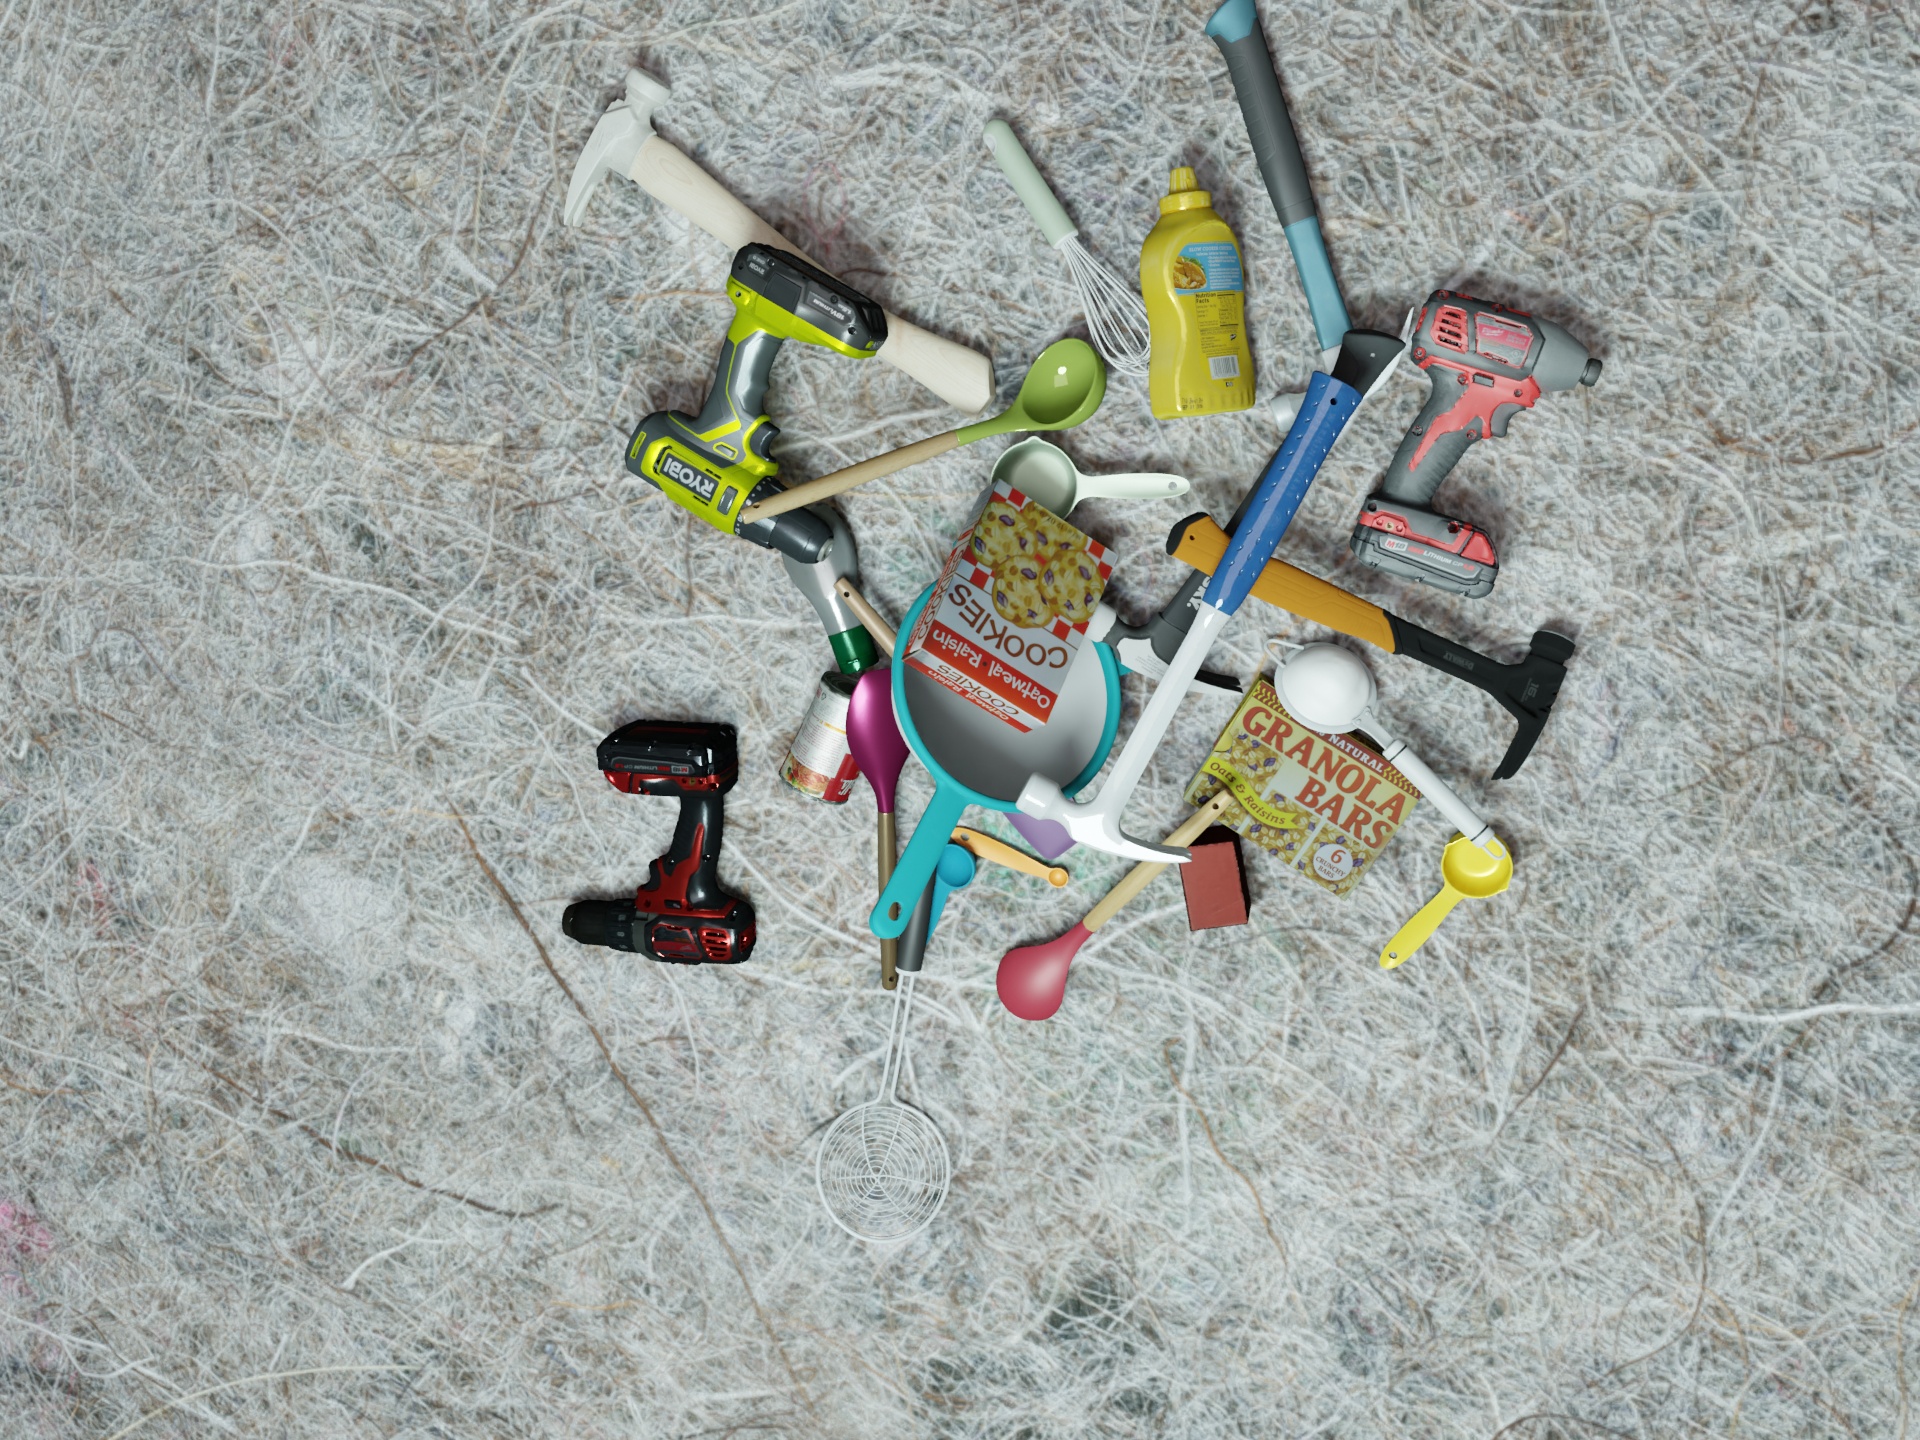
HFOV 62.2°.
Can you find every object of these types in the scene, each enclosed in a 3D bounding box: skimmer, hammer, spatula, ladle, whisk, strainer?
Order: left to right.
[{"bbox_3d":[-0.149,-0.378,1.358,0.410,0.038,0.146,36,109,3],"label":"hammer"},{"bbox_3d":[-0.052,0.295,1.446,0.127,0.090,0.363,6,106,-10],"label":"skimmer"},{"bbox_3d":[-0.030,-0.229,1.290,0.320,0.062,0.078,-22,54,-8],"label":"ladle"},{"bbox_3d":[-0.004,0.031,1.317,0.211,0.095,0.340,34,67,-16],"label":"strainer"},{"bbox_3d":[-0.002,-0.004,1.397,0.060,0.018,0.316,-39,100,15],"label":"spatula"},{"bbox_3d":[0.091,-0.387,1.299,0.059,0.058,0.246,-33,90,-17],"label":"whisk"},{"bbox_3d":[0.129,0.163,1.380,0.069,0.031,0.315,48,119,11],"label":"ladle"},{"bbox_3d":[0.198,-0.075,1.232,0.144,0.035,0.405,28,101,0],"label":"hammer"},{"bbox_3d":[0.246,-0.168,1.285,0.146,0.035,0.334,30,111,-10],"label":"hammer"},{"bbox_3d":[0.263,-0.406,1.257,0.128,0.033,0.331,-18,97,17],"label":"hammer"},{"bbox_3d":[0.317,-0.073,1.267,0.337,0.034,0.127,24,86,-3],"label":"hammer"},{"bbox_3d":[0.349,0.016,1.295,0.087,0.050,0.258,-40,80,-23],"label":"strainer"}]

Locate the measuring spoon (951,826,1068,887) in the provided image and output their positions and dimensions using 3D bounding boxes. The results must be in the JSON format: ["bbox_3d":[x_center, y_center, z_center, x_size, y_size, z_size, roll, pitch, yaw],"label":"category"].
[{"bbox_3d":[0.044,0.121,1.436,0.117,0.011,0.021,22,115,11],"label":"measuring spoon"}]

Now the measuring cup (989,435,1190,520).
[{"bbox_3d":[0.109,-0.198,1.337,0.167,0.038,0.083,2,102,11],"label":"measuring cup"}]

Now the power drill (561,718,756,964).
[{"bbox_3d":[-0.287,0.118,1.479,0.188,0.080,0.226,3,106,13],"label":"power drill"}]

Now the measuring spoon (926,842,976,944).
[{"bbox_3d":[-0.019,0.165,1.459,0.042,0.021,0.128,34,117,18],"label":"measuring spoon"}]

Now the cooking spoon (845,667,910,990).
[{"bbox_3d":[-0.066,0.103,1.425,0.068,0.017,0.318,-9,114,-20],"label":"cooking spoon"}]

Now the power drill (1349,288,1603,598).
[{"bbox_3d":[0.401,-0.213,1.247,0.143,0.078,0.219,19,103,8],"label":"power drill"}]

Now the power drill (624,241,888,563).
[{"bbox_3d":[-0.155,-0.259,1.326,0.190,0.080,0.228,31,109,7],"label":"power drill"}]

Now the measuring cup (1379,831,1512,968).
[{"bbox_3d":[0.408,0.153,1.354,0.062,0.029,0.156,36,119,4],"label":"measuring cup"}]
